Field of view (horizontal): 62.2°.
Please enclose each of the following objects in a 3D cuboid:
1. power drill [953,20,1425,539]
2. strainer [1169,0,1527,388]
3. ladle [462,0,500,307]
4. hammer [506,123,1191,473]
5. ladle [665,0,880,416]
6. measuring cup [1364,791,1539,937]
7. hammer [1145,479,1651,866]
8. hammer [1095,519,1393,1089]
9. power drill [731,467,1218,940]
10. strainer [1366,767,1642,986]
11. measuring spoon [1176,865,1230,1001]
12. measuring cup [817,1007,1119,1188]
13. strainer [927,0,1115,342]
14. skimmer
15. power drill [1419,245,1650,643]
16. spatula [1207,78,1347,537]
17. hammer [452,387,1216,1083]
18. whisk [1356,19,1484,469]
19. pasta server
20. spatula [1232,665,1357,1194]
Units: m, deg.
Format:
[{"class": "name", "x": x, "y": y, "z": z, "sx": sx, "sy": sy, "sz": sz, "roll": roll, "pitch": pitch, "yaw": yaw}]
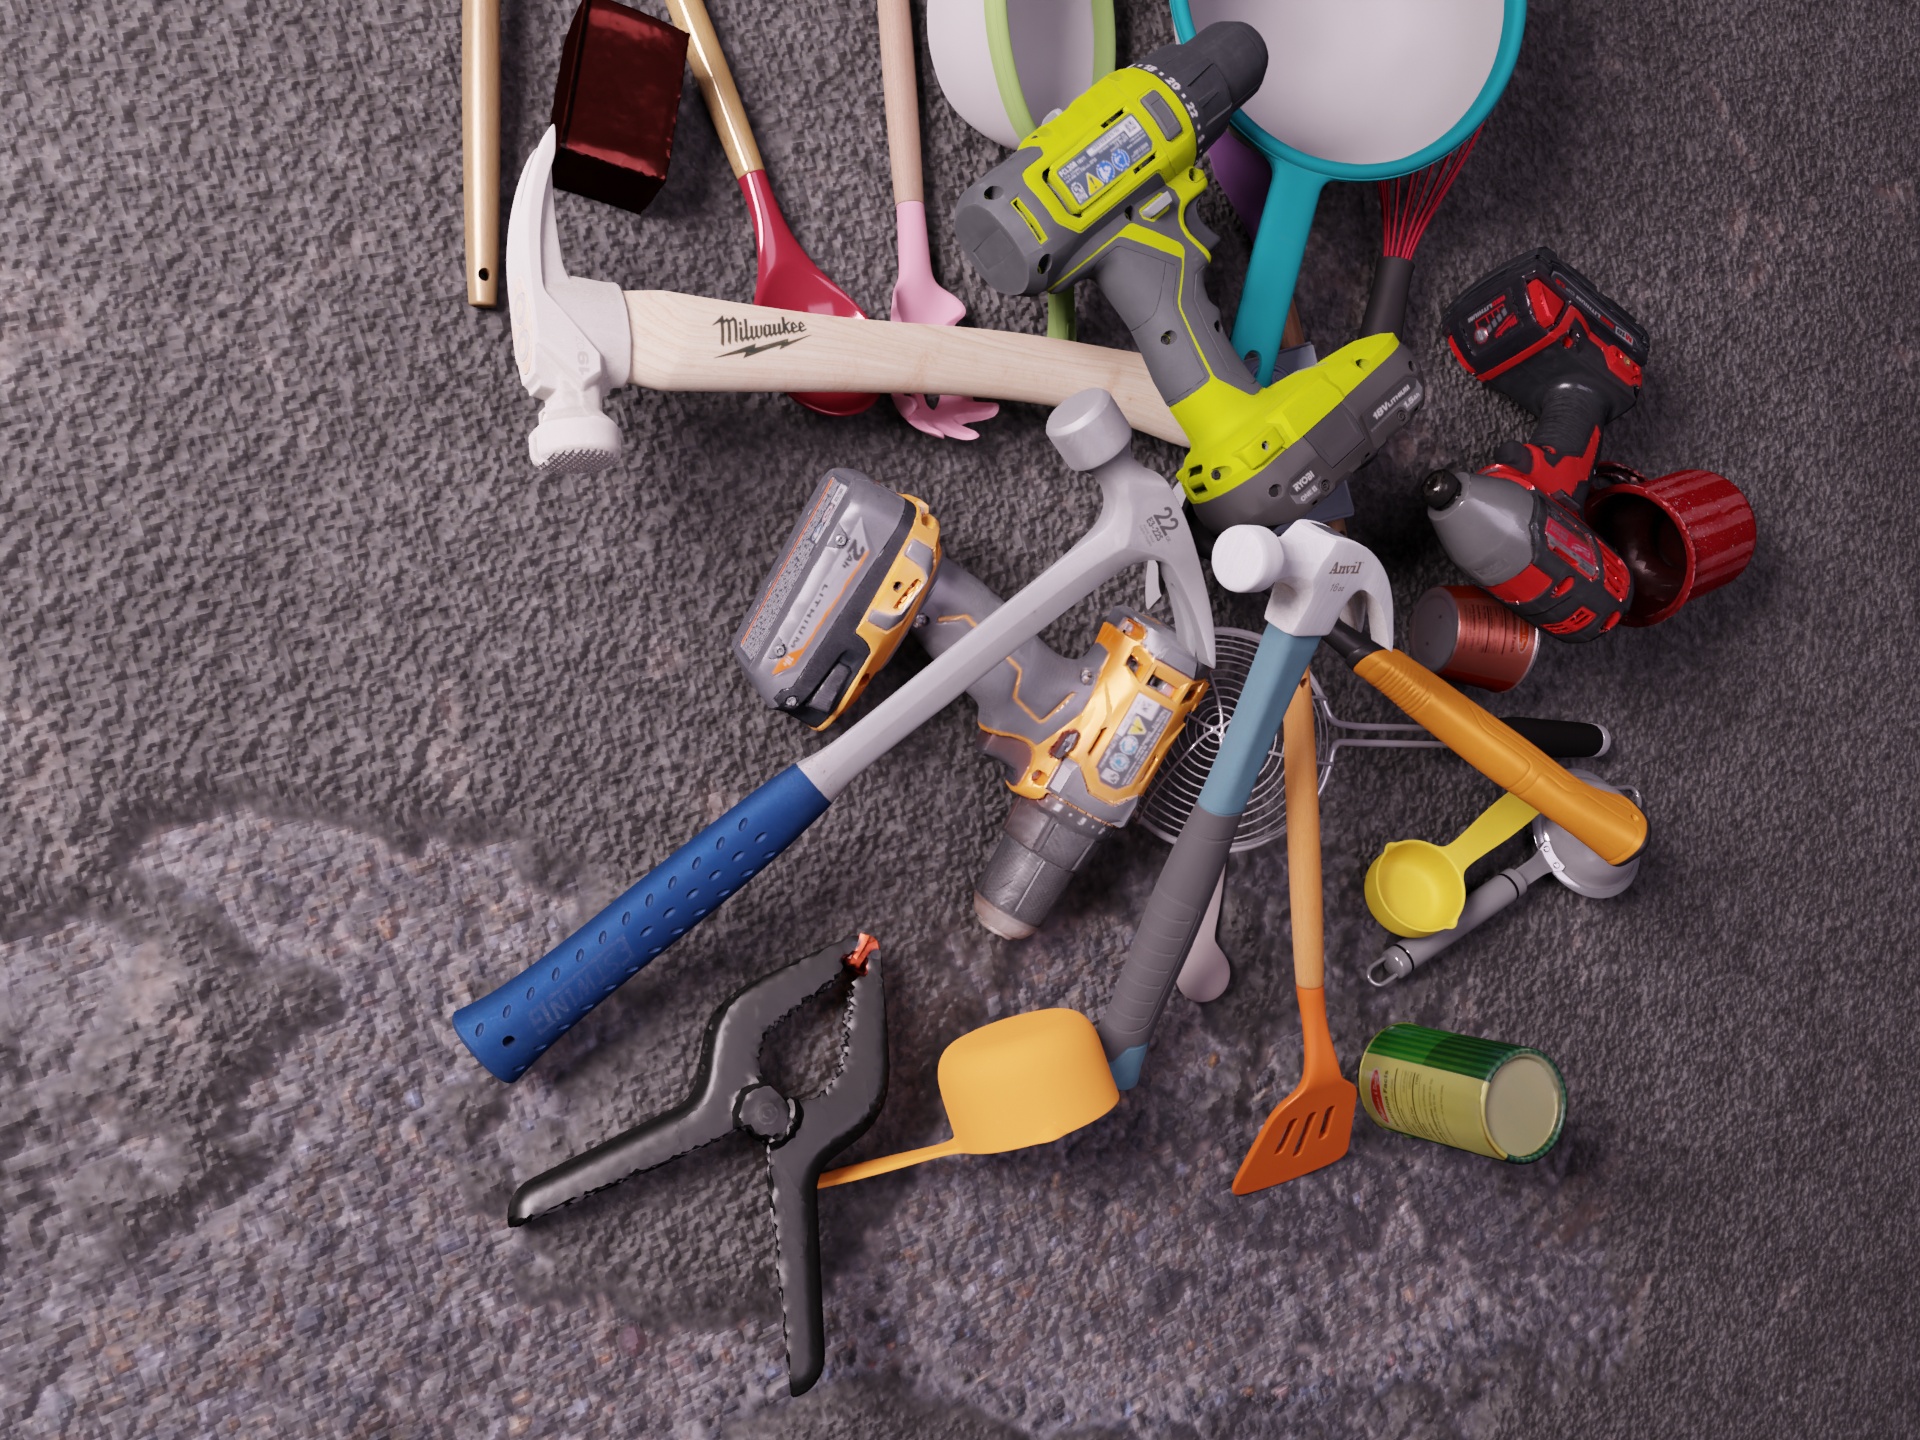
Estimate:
[{"class": "power drill", "x": 0.131, "y": -0.226, "z": 0.808, "sx": 0.190, "sy": 0.080, "sz": 0.228, "roll": -42, "pitch": 102, "yaw": -17}, {"class": "strainer", "x": 0.187, "y": -0.340, "z": 0.901, "sx": 0.211, "sy": 0.095, "sz": 0.340, "roll": 14, "pitch": 91, "yaw": -14}, {"class": "ladle", "x": -0.228, "y": -0.356, "z": 0.751, "sx": 0.078, "sy": 0.062, "sz": 0.320, "roll": -1, "pitch": 95, "yaw": -27}, {"class": "hammer", "x": -0.019, "y": -0.188, "z": 0.789, "sx": 0.410, "sy": 0.038, "sz": 0.146, "roll": -3, "pitch": 82, "yaw": -35}, {"class": "ladle", "x": -0.116, "y": -0.300, "z": 0.802, "sx": 0.069, "sy": 0.031, "sz": 0.315, "roll": -24, "pitch": 96, "yaw": -31}, {"class": "measuring cup", "x": 0.309, "y": 0.079, "z": 0.975, "sx": 0.156, "sy": 0.029, "sz": 0.062, "roll": -32, "pitch": 77, "yaw": -24}, {"class": "hammer", "x": 0.249, "y": -0.017, "z": 0.887, "sx": 0.336, "sy": 0.034, "sz": 0.127, "roll": 34, "pitch": 39, "yaw": -7}, {"class": "hammer", "x": 0.125, "y": 0.054, "z": 0.800, "sx": 0.128, "sy": 0.033, "sz": 0.330, "roll": -5, "pitch": 124, "yaw": -41}, {"class": "power drill", "x": -0.001, "y": -0.003, "z": 0.805, "sx": 0.226, "sy": 0.084, "sz": 0.185, "roll": 27, "pitch": 96, "yaw": -22}, {"class": "strainer", "x": 0.352, "y": 0.100, "z": 0.996, "sx": 0.258, "sy": 0.050, "sz": 0.087, "roll": -28, "pitch": 84, "yaw": -20}, {"class": "measuring spoon", "x": 0.145, "y": 0.099, "z": 0.909, "sx": 0.034, "sy": 0.018, "sz": 0.124, "roll": 8, "pitch": 83, "yaw": -24}, {"class": "measuring cup", "x": -0.008, "y": 0.192, "z": 0.809, "sx": 0.173, "sy": 0.095, "sz": 0.052, "roll": -15, "pitch": 89, "yaw": -7}, {"class": "strainer", "x": 0.028, "y": -0.316, "z": 0.854, "sx": 0.151, "sy": 0.069, "sz": 0.256, "roll": -33, "pitch": 124, "yaw": -58}, {"class": "skimmer", "x": 0.250, "y": 0.013, "z": 0.957, "sx": 0.363, "sy": 0.090, "sz": 0.127, "roll": 2, "pitch": 80, "yaw": -35}, {"class": "power drill", "x": 0.338, "y": -0.165, "z": 0.945, "sx": 0.143, "sy": 0.078, "sz": 0.220, "roll": 29, "pitch": 58, "yaw": -21}, {"class": "spatula", "x": 0.192, "y": -0.250, "z": 0.948, "sx": 0.059, "sy": 0.018, "sz": 0.316, "roll": -15, "pitch": 93, "yaw": -26}, {"class": "hammer", "x": -0.055, "y": 0.027, "z": 0.734, "sx": 0.405, "sy": 0.035, "sz": 0.144, "roll": -39, "pitch": 117, "yaw": -3}, {"class": "whisk", "x": 0.268, "y": -0.297, "z": 0.968, "sx": 0.073, "sy": 0.073, "sz": 0.296, "roll": 13, "pitch": 89, "yaw": -24}, {"class": "pasta server", "x": -0.025, "y": -0.301, "z": 0.839, "sx": 0.060, "sy": 0.040, "sz": 0.316, "roll": -3, "pitch": 88, "yaw": -34}, {"class": "spatula", "x": 0.185, "y": 0.119, "z": 0.872, "sx": 0.081, "sy": 0.041, "sz": 0.322, "roll": -12, "pitch": 106, "yaw": -22}]
